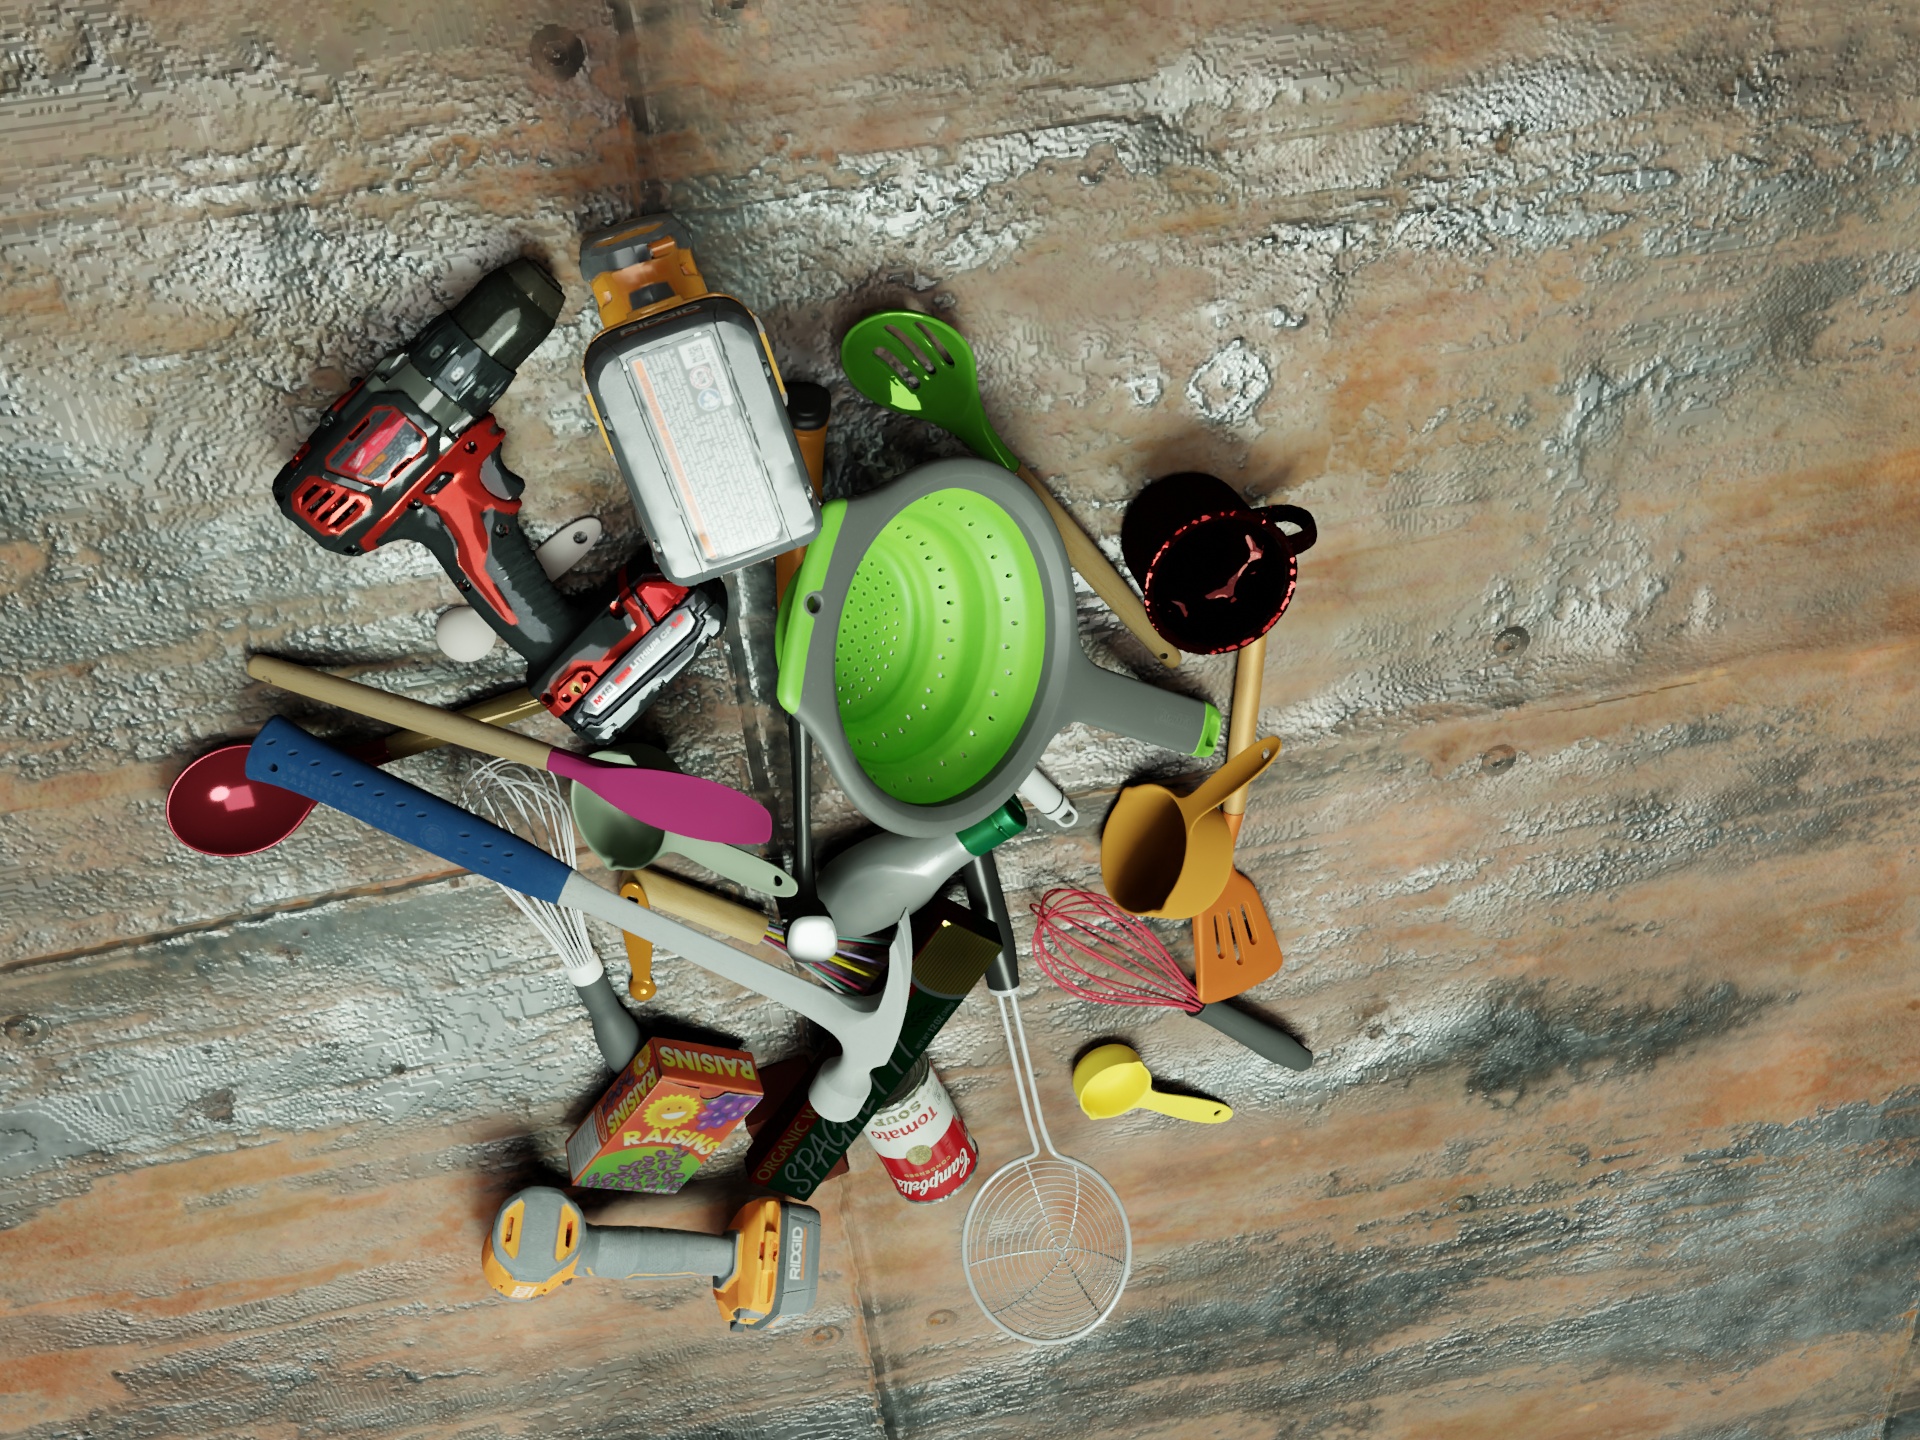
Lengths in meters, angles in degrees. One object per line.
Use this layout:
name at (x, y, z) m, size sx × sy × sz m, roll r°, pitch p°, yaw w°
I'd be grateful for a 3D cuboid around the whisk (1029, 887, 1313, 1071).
whisk at (0.157, 0.196, 1.144) m, size 0.295 × 0.073 × 0.073 m, roll 31°, pitch 109°, yaw -31°

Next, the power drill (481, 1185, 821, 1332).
power drill at (-0.229, 0.389, 1.147) m, size 0.226 × 0.084 × 0.164 m, roll 11°, pitch 150°, yaw -17°

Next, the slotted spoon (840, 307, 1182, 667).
slotted spoon at (0.043, -0.131, 0.949) m, size 0.070 × 0.031 × 0.313 m, roll -25°, pitch 127°, yaw 30°

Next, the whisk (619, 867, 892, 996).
whisk at (-0.113, 0.148, 1.070) m, size 0.244 × 0.047 × 0.051 m, roll 25°, pitch 113°, yaw -19°

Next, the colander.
colander at (0.019, -0.030, 0.936) m, size 0.396 × 0.094 × 0.204 m, roll 15°, pitch 88°, yaw -48°

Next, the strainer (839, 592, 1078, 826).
strainer at (-0.002, -0.003, 1.007) m, size 0.087 × 0.050 × 0.258 m, roll -46°, pitch 124°, yaw 1°

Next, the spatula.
spatula at (0.193, 0.043, 1.072) m, size 0.081 × 0.041 × 0.322 m, roll -17°, pitch 123°, yaw -30°

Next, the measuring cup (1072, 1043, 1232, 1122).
measuring cup at (0.149, 0.282, 1.215) m, size 0.156 × 0.029 × 0.062 m, roll 21°, pitch 114°, yaw -35°

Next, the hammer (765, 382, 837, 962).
hammer at (-0.096, -0.032, 0.950) m, size 0.034 × 0.127 × 0.336 m, roll -2°, pitch 110°, yaw -13°

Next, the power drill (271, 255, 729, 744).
power drill at (-0.229, -0.118, 0.871) m, size 0.188 × 0.080 × 0.226 m, roll -44°, pitch 113°, yaw 5°

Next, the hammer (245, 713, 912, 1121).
hammer at (-0.217, 0.096, 0.922) m, size 0.405 × 0.035 × 0.144 m, roll 26°, pitch 118°, yaw -3°

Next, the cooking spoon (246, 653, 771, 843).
cooking spoon at (-0.259, 0.014, 0.914) m, size 0.319 × 0.017 × 0.068 m, roll 17°, pitch 145°, yaw 3°

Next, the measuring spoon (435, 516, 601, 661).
measuring spoon at (-0.256, -0.075, 0.926) m, size 0.124 × 0.018 × 0.034 m, roll -38°, pitch 119°, yaw 10°

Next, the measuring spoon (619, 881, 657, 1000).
measuring spoon at (-0.214, 0.149, 1.052) m, size 0.021 × 0.011 × 0.116 m, roll 8°, pitch 132°, yaw 3°

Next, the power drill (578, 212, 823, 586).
power drill at (-0.128, -0.142, 0.791) m, size 0.084 × 0.226 × 0.185 m, roll -20°, pitch 120°, yaw -5°

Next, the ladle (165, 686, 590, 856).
ladle at (-0.319, 0.008, 0.957) m, size 0.315 × 0.031 × 0.069 m, roll -19°, pitch 114°, yaw -2°

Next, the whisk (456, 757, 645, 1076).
whisk at (-0.254, 0.137, 1.028) m, size 0.070 × 0.070 × 0.284 m, roll -16°, pitch 126°, yaw -2°

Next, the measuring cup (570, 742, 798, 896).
measuring cup at (-0.161, 0.066, 0.966) m, size 0.168 × 0.038 × 0.083 m, roll 22°, pitch 114°, yaw 21°

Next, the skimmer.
skimmer at (0.035, 0.251, 1.090) m, size 0.127 × 0.090 × 0.363 m, roll -5°, pitch 109°, yaw 21°

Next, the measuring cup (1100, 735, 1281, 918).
measuring cup at (0.164, 0.065, 1.033) m, size 0.052 × 0.095 × 0.173 m, roll 14°, pitch 137°, yaw -34°
